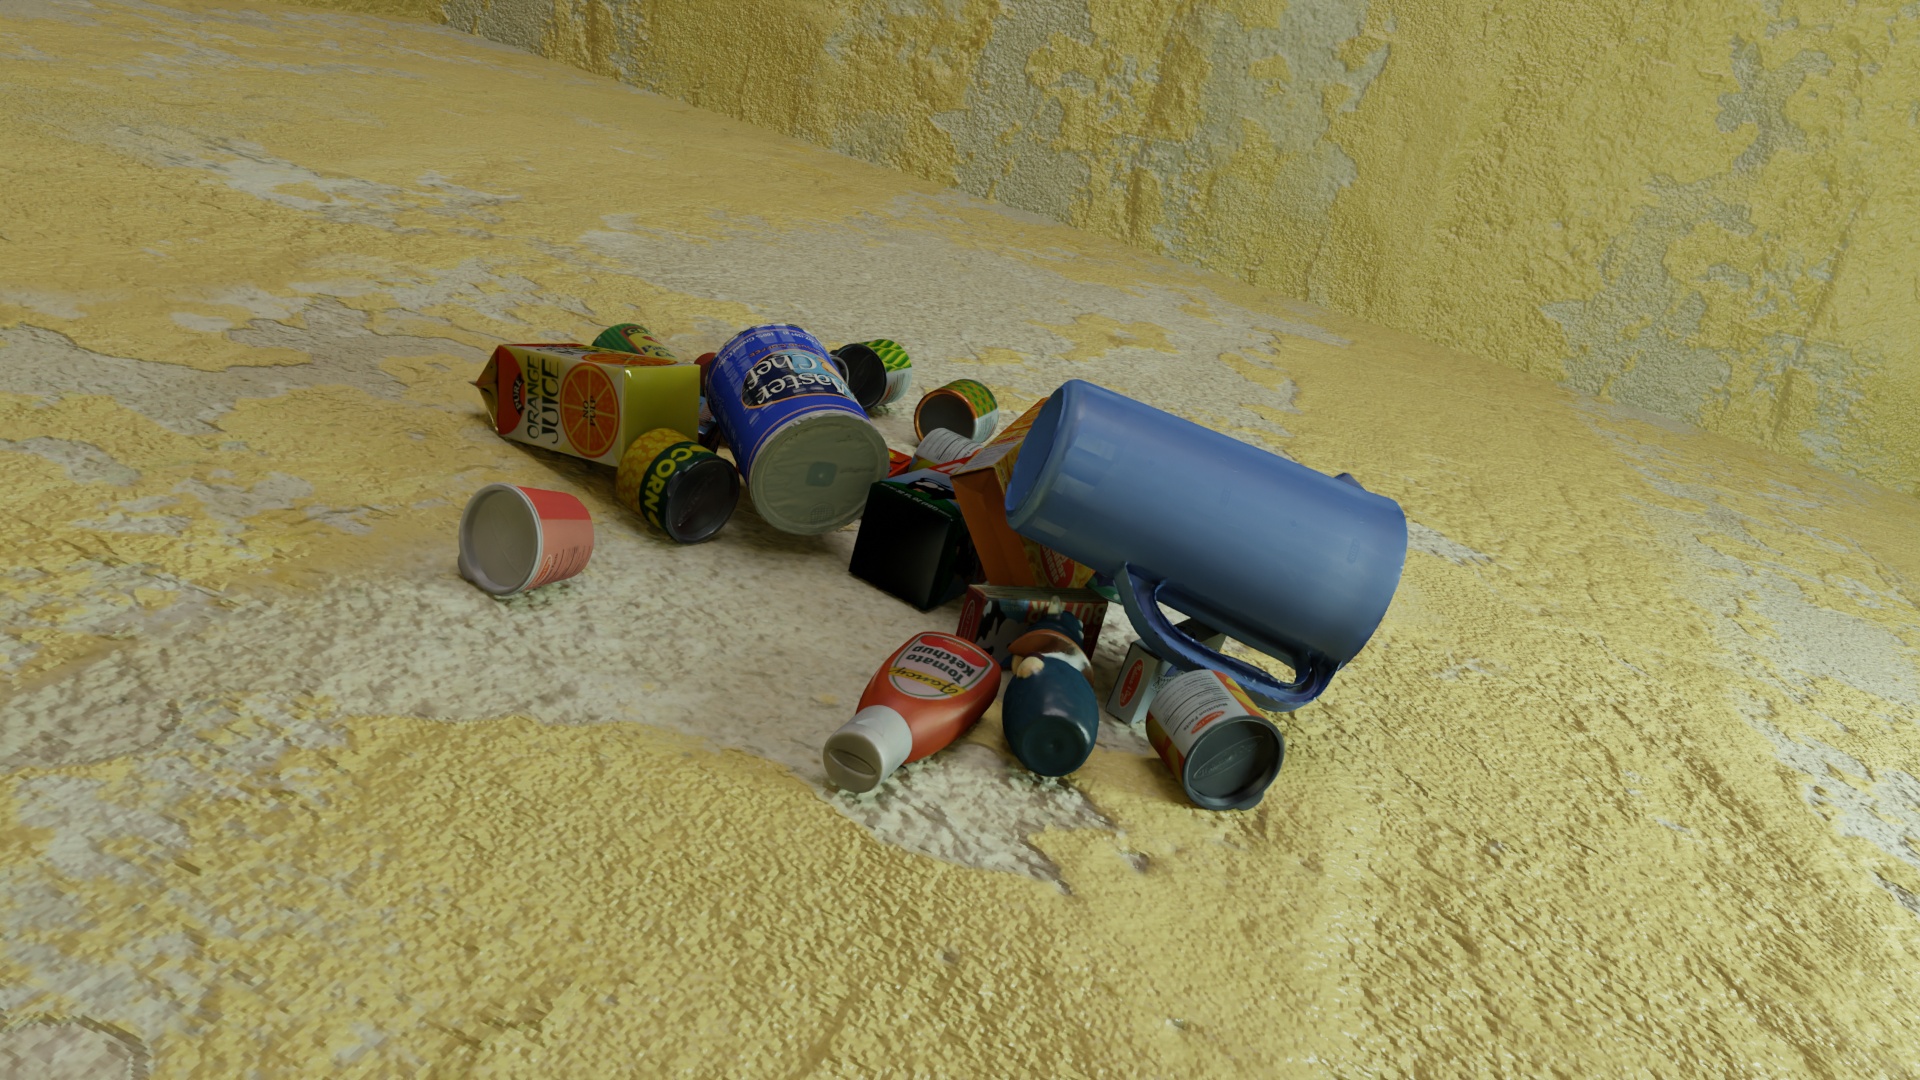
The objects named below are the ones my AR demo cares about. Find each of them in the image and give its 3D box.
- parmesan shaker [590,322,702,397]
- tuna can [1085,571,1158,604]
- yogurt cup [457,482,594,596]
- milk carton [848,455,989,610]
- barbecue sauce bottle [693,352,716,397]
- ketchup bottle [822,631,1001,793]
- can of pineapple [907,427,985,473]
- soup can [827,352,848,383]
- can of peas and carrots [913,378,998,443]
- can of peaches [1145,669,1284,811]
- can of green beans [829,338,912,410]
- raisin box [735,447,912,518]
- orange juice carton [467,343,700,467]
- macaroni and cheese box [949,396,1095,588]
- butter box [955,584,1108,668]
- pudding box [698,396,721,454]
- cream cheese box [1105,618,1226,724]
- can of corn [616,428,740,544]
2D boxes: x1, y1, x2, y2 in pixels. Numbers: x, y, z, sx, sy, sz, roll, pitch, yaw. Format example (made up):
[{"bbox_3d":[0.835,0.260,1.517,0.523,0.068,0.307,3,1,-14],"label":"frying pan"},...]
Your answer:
[{"bbox_3d":[-0.265,-0.134,1.176,0.071,0.071,0.103,0,26,-36],"label":"parmesan shaker"},{"bbox_3d":[0.131,0.023,1.111,0.071,0.032,0.071,14,21,-6],"label":"tuna can"},{"bbox_3d":[-0.262,-0.002,0.847,0.072,0.072,0.054,27,15,26],"label":"yogurt cup"},{"bbox_3d":[0.004,-0.013,1.053,0.072,0.073,0.191,25,22,23],"label":"milk carton"},{"bbox_3d":[-0.209,-0.133,1.226,0.064,0.044,0.149,52,-3,-28],"label":"barbecue sauce bottle"},{"bbox_3d":[-0.029,0.098,0.791,0.065,0.043,0.149,22,22,15],"label":"ketchup bottle"},{"bbox_3d":[-0.004,-0.053,1.163,0.058,0.070,0.071,25,22,24],"label":"can of pineapple"},{"bbox_3d":[-0.158,-0.154,1.307,0.084,0.071,0.071,27,23,28],"label":"soup can"},{"bbox_3d":[-0.006,-0.118,1.319,0.071,0.070,0.059,22,22,15],"label":"can of peas and carrots"},{"bbox_3d":[0.153,0.121,0.839,0.071,0.071,0.058,8,22,-21],"label":"can of peaches"},{"bbox_3d":[-0.089,-0.165,1.378,0.071,0.071,0.058,24,21,19],"label":"can of green beans"},{"bbox_3d":[-0.110,-0.064,1.146,0.123,0.040,0.086,21,20,11],"label":"raisin box"},{"bbox_3d":[-0.287,-0.108,1.050,0.193,0.072,0.072,14,16,36],"label":"orange juice carton"},{"bbox_3d":[0.064,-0.026,1.020,0.040,0.123,0.167,-10,19,32],"label":"macaroni and cheese box"},{"bbox_3d":[0.048,0.058,0.934,0.104,0.053,0.024,3,22,-32],"label":"butter box"},{"bbox_3d":[-0.211,-0.079,1.095,0.030,0.049,0.084,17,21,-2],"label":"pudding box"},{"bbox_3d":[0.139,0.085,0.932,0.024,0.053,0.104,33,27,28],"label":"cream cheese box"},{"bbox_3d":[-0.201,-0.040,0.978,0.058,0.071,0.071,29,24,32],"label":"can of corn"}]
